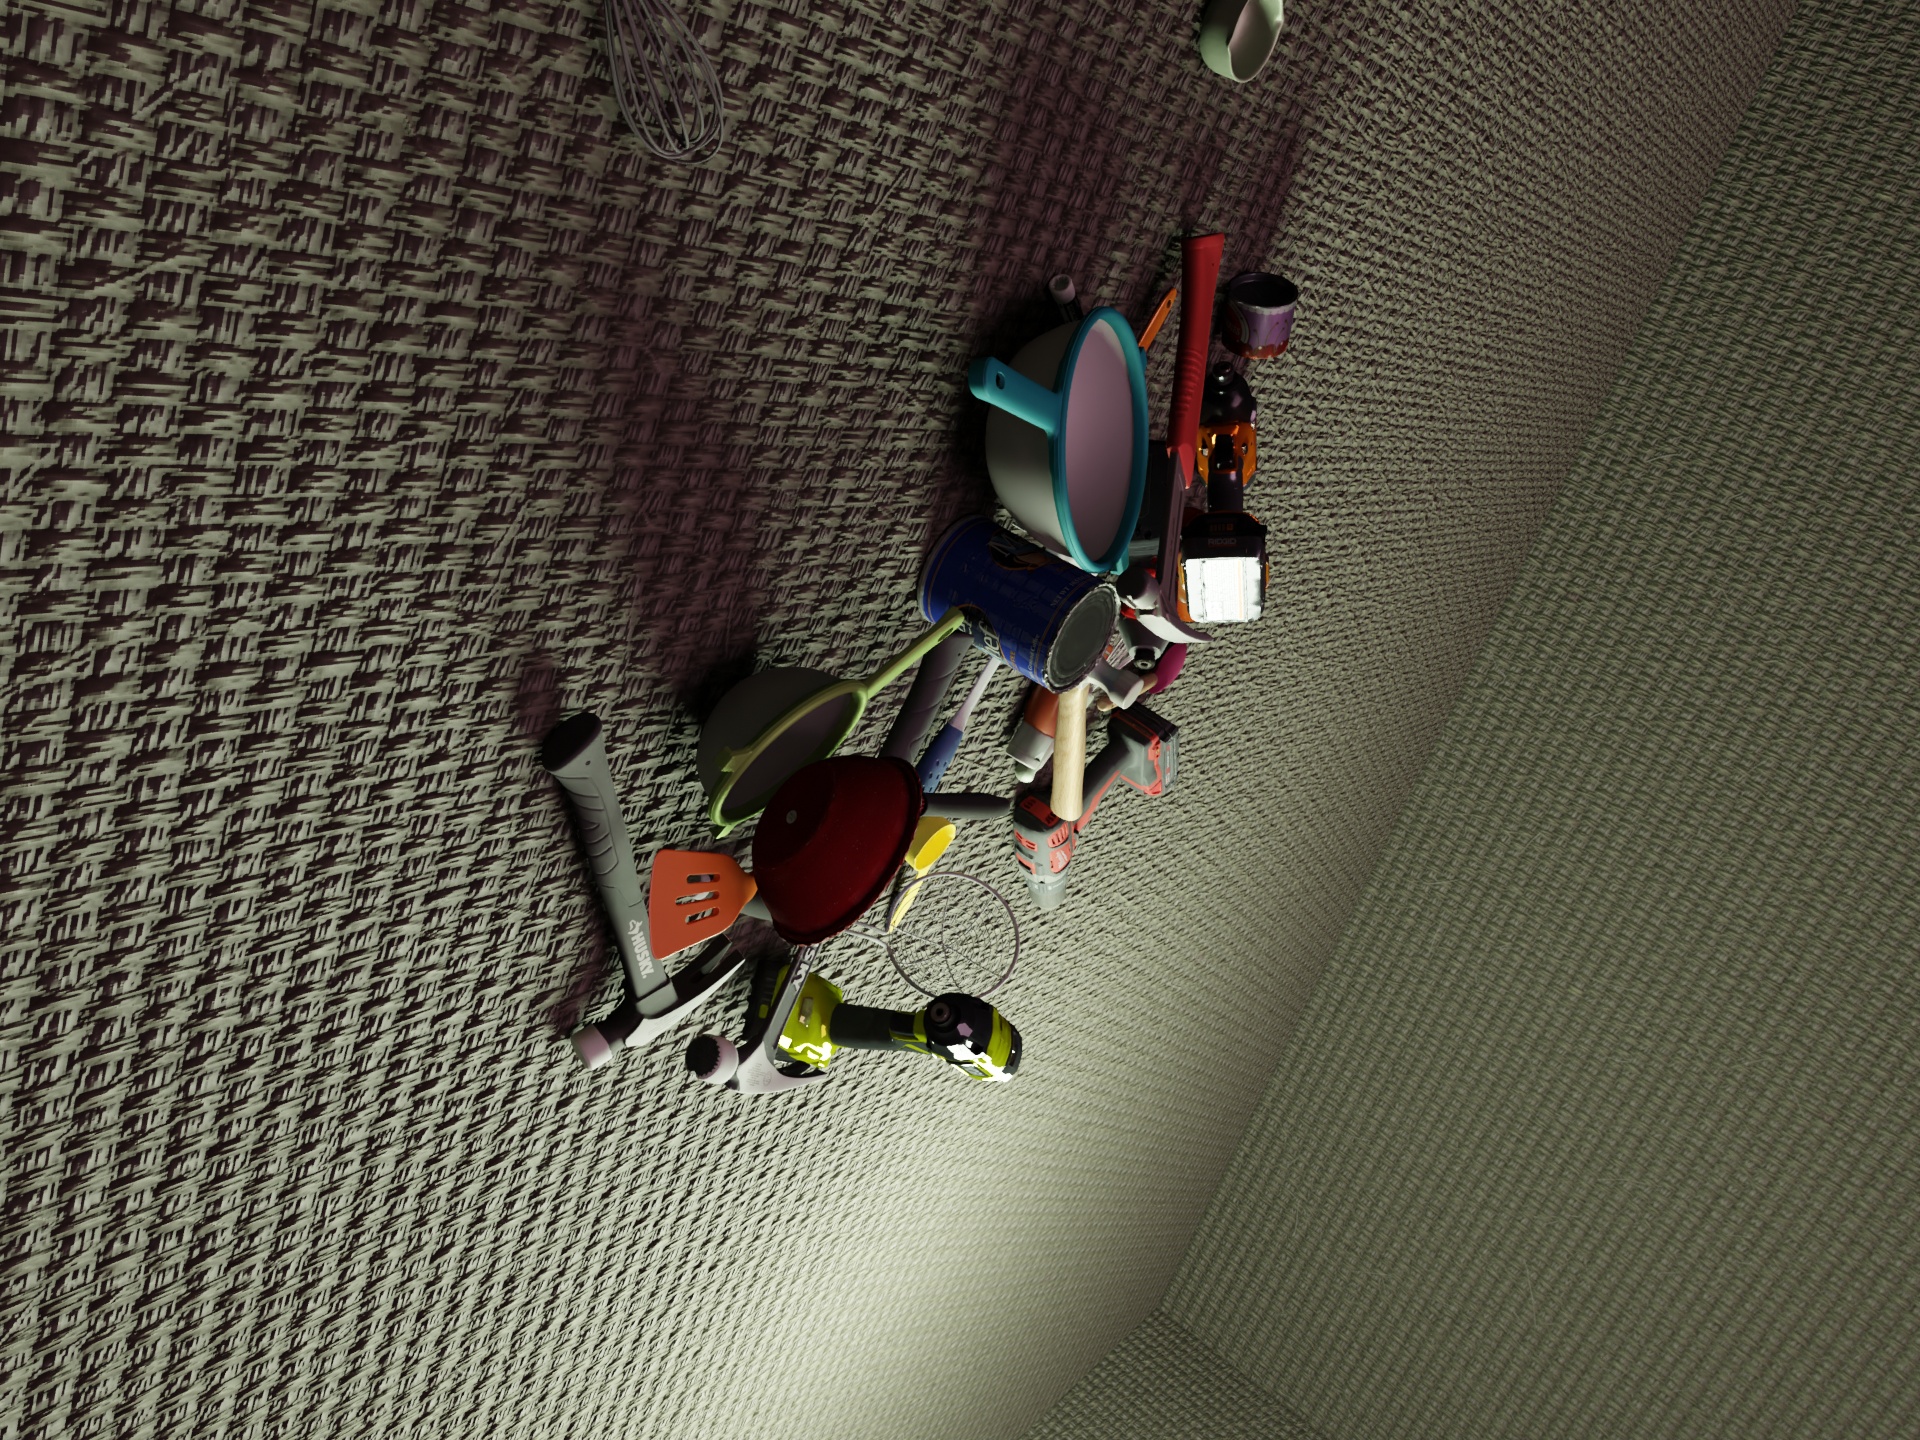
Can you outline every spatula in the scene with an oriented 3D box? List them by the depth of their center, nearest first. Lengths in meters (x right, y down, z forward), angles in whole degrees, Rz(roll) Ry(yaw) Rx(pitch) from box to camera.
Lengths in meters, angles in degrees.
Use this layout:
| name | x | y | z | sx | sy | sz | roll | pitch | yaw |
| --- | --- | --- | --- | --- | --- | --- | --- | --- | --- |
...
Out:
| name | x | y | z | sx | sy | sz | roll | pitch | yaw |
| --- | --- | --- | --- | --- | --- | --- | --- | --- | --- |
| spatula | -0.156 | 0.114 | 1.273 | 0.322 | 0.041 | 0.081 | -23 | 117 | -72 |

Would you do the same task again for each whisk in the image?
| name | x | y | z | sx | sy | sz | roll | pitch | yaw |
| --- | --- | --- | --- | --- | --- | --- | --- | --- | --- |
| whisk | -0.170 | -0.379 | 0.783 | 0.055 | 0.055 | 0.238 | -48 | 148 | -20 |
| whisk | -0.049 | 0.073 | 1.389 | 0.295 | 0.073 | 0.073 | 6 | 113 | -52 |
| whisk | 0.135 | -0.037 | 1.659 | 0.246 | 0.059 | 0.058 | -54 | -179 | -1 |

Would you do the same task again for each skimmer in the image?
| name | x | y | z | sx | sy | sz | roll | pitch | yaw |
| --- | --- | --- | --- | --- | --- | --- | --- | --- | --- |
| skimmer | -0.084 | 0.167 | 1.385 | 0.363 | 0.090 | 0.127 | 25 | 51 | -50 |

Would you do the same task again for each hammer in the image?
| name | x | y | z | sx | sy | sz | roll | pitch | yaw |
| --- | --- | --- | --- | --- | --- | --- | --- | --- | --- |
| hammer | -0.245 | 0.121 | 1.166 | 0.146 | 0.035 | 0.334 | -30 | 141 | -25 |
| hammer | -0.084 | 0.108 | 1.276 | 0.149 | 0.036 | 0.409 | 37 | 75 | -55 |
| hammer | 0.197 | -0.250 | 1.379 | 0.149 | 0.037 | 0.359 | 25 | 70 | -57 |
| hammer | -0.002 | -0.005 | 1.466 | 0.405 | 0.035 | 0.144 | -59 | 154 | 1 |
| hammer | 0.103 | 0.013 | 1.513 | 0.031 | 0.130 | 0.331 | -48 | 161 | -20 |

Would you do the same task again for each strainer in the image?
| name | x | y | z | sx | sy | sz | roll | pitch | yaw |
| --- | --- | --- | --- | --- | --- | --- | --- | --- | --- |
| strainer | -0.108 | -0.026 | 1.201 | 0.256 | 0.069 | 0.151 | -40 | 167 | -23 |
| strainer | 0.051 | -0.229 | 1.231 | 0.340 | 0.095 | 0.211 | 5 | 91 | -65 |

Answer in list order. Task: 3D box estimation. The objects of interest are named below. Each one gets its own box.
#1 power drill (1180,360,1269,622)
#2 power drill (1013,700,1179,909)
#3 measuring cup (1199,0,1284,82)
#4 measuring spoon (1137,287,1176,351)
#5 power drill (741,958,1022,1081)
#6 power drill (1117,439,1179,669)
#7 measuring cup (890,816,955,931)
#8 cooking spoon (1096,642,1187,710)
| name | x | y | z | sx | sy | sz | roll | pitch | yaw |
| --- | --- | --- | --- | --- | --- | --- | --- | --- | --- |
| power drill | 0.256 | -0.227 | 1.544 | 0.164 | 0.084 | 0.227 | 72 | 20 | -56 |
| power drill | 0.147 | 0.101 | 1.790 | 0.227 | 0.080 | 0.187 | -43 | 149 | -24 |
| measuring cup | 0.224 | -0.590 | 1.247 | 0.083 | 0.038 | 0.167 | -38 | 145 | -35 |
| measuring spoon | 0.168 | -0.338 | 1.439 | 0.117 | 0.011 | 0.021 | -61 | 153 | 5 |
| power drill | -0.071 | 0.267 | 1.408 | 0.171 | 0.223 | 0.080 | 53 | 43 | -61 |
| power drill | 0.171 | -0.154 | 1.514 | 0.219 | 0.078 | 0.143 | 68 | 26 | -60 |
| measuring cup | -0.052 | 0.151 | 1.566 | 0.062 | 0.029 | 0.156 | -25 | 150 | -48 |
| cooking spoon | 0.202 | -0.041 | 1.742 | 0.068 | 0.017 | 0.319 | -65 | 164 | 18 |
